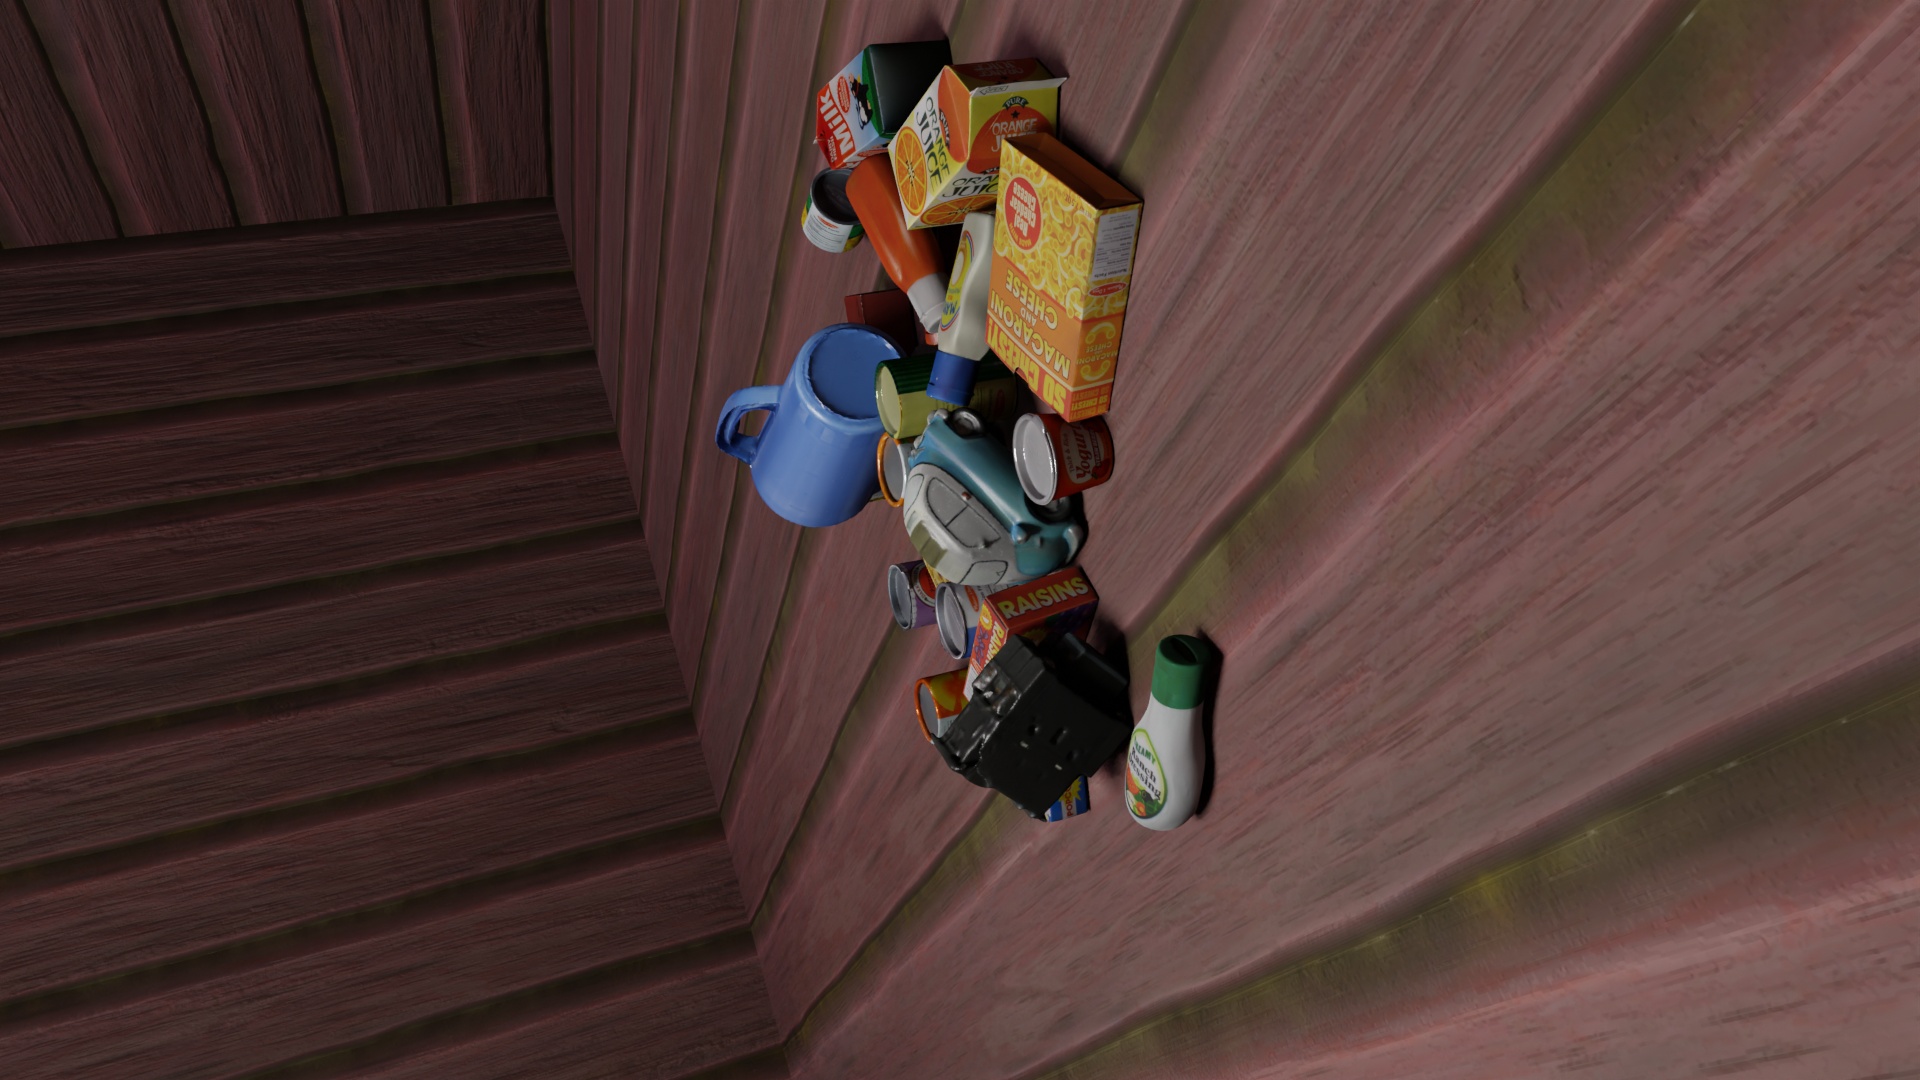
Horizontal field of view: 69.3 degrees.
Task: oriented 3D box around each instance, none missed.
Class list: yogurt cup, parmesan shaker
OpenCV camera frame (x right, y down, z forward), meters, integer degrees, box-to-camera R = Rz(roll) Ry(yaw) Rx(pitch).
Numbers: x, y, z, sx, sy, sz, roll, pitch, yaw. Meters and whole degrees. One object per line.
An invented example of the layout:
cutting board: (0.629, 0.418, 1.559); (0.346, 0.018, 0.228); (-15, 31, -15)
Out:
yogurt cup: (0.076, -0.064, 1.022); (0.072, 0.054, 0.072); (170, 89, -70)
parmesan shaker: (-0.013, -0.127, 1.152); (0.071, 0.103, 0.071); (170, 89, -69)

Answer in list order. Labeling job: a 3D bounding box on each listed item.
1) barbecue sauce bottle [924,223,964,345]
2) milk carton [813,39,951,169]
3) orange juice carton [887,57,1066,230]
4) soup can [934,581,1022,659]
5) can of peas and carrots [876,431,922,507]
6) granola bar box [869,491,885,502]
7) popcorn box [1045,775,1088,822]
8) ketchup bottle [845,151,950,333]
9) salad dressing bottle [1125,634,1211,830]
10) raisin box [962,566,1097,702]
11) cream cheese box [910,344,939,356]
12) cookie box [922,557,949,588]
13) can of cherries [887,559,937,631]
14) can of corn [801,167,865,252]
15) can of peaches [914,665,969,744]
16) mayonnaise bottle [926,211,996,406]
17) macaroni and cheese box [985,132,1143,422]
barbecue sauce bottle: (-0.018, -0.243, 1.190); (0.065, 0.044, 0.148); (27, 126, 61)
milk carton: (-0.072, -0.374, 1.219); (0.190, 0.072, 0.073); (-174, 73, -69)
orange juice carton: (0.012, -0.302, 1.040); (0.192, 0.072, 0.073); (159, 99, -70)
soup can: (0.028, 0.061, 1.171); (0.071, 0.084, 0.071); (170, 89, -70)
can of peas and carrots: (-0.034, -0.064, 1.186); (0.071, 0.059, 0.071); (173, 89, -66)
granola bar box: (-0.124, -0.119, 1.539); (0.166, 0.039, 0.123); (-151, 53, -64)
popcorn box: (0.064, 0.182, 1.206); (0.127, 0.038, 0.085); (-158, 59, -66)
ketchup bottle: (-0.044, -0.243, 1.146); (0.149, 0.044, 0.064); (64, 154, 11)
salad dressing bottle: (0.145, 0.133, 0.959); (0.064, 0.044, 0.146); (-126, 32, -50)
raisin box: (0.055, 0.084, 1.110); (0.040, 0.086, 0.122); (56, 150, 34)
cream cheese box: (-0.037, -0.141, 1.321); (0.103, 0.024, 0.053); (130, 125, -65)
cookie box: (0.004, -0.016, 1.257); (0.166, 0.040, 0.123); (104, 148, -50)
can of cherries: (-0.033, 0.050, 1.363); (0.071, 0.058, 0.071); (171, 89, -70)
can of corn: (-0.120, -0.331, 1.384); (0.058, 0.071, 0.071); (132, 124, -66)
can of peaches: (-0.008, 0.159, 1.355); (0.071, 0.058, 0.071); (169, 89, -69)
mayonnaise bottle: (0.008, -0.181, 1.089); (0.065, 0.041, 0.147); (-145, 68, -68)
macaroni and cheese box: (0.067, -0.186, 0.986); (0.124, 0.040, 0.165); (50, 146, 42)
